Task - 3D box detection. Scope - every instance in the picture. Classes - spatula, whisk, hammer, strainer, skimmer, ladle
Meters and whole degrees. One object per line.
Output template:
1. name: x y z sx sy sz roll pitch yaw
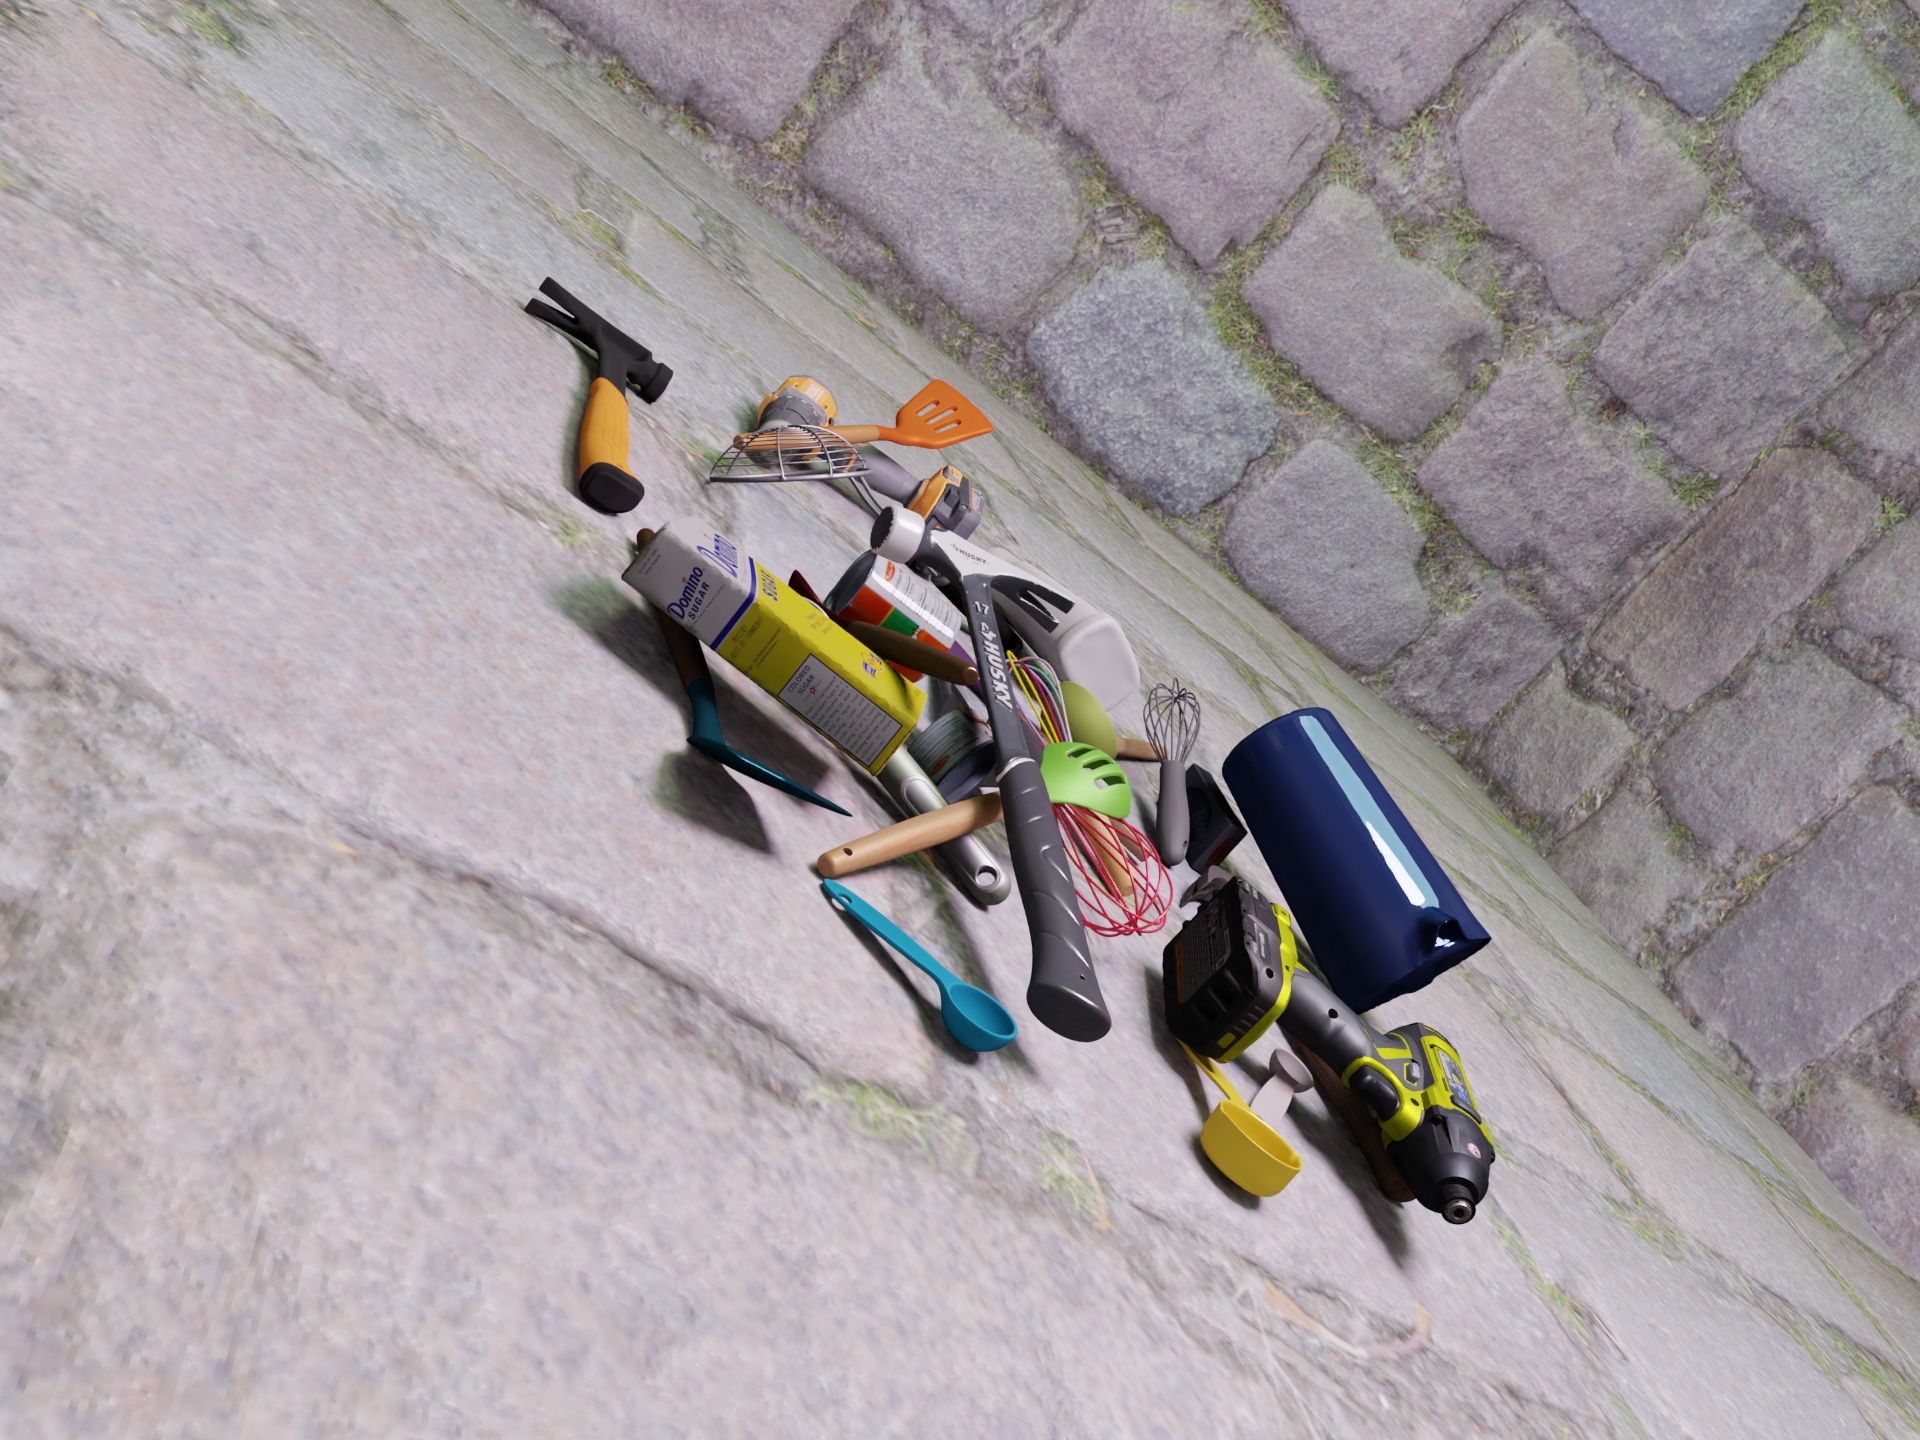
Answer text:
1. spatula: -0.144 -0.039 0.901 0.082 0.044 0.318 31 18 -37
2. whisk: -0.051 0.016 0.976 0.246 0.058 0.059 50 -12 14
3. whisk: 0.071 0.063 1.116 0.073 0.073 0.296 33 13 -29
4. hammer: 0.034 0.020 0.955 0.149 0.036 0.409 21 36 -27
5. hammer: 0.251 0.219 1.173 0.130 0.031 0.332 33 18 -30
6. strainer: -0.002 -0.004 1.154 0.259 0.050 0.086 -108 173 -72
7. hammer: -0.262 -0.232 1.156 0.127 0.034 0.337 35 17 -26
8. skimmer: -0.061 -0.131 1.342 0.127 0.090 0.362 7 -26 41
9. spatula: 0.045 -0.001 1.296 0.316 0.018 0.059 47 20 21
10. ladle: -0.055 -0.052 0.997 0.069 0.031 0.316 56 -13 -22
11. ladle: 0.147 0.014 1.431 0.078 0.062 0.320 50 15 18
12. spatula: -0.088 -0.262 1.411 0.081 0.041 0.322 45 31 17
13. whisk: 0.185 0.042 1.385 0.055 0.055 0.239 36 33 -19
14. whisk: 0.078 0.035 1.215 0.051 0.047 0.245 -13 49 -14

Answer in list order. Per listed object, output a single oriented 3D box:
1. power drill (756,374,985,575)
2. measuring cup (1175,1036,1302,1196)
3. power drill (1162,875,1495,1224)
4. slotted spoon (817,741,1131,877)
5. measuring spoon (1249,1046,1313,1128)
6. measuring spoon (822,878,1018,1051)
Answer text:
1. power drill: -0.091 -0.230 1.481 0.226 0.084 0.185 35 20 -10
2. measuring cup: 0.150 0.229 0.937 0.062 0.029 0.157 34 6 -19
3. power drill: 0.239 0.212 1.010 0.223 0.080 0.171 37 20 -8
4. slotted spoon: 0.019 0.054 0.952 0.070 0.031 0.313 46 30 20
5. measuring spoon: 0.201 0.244 1.027 0.034 0.018 0.124 45 23 12
6. measuring spoon: -0.026 0.126 0.803 0.129 0.021 0.042 37 14 20
